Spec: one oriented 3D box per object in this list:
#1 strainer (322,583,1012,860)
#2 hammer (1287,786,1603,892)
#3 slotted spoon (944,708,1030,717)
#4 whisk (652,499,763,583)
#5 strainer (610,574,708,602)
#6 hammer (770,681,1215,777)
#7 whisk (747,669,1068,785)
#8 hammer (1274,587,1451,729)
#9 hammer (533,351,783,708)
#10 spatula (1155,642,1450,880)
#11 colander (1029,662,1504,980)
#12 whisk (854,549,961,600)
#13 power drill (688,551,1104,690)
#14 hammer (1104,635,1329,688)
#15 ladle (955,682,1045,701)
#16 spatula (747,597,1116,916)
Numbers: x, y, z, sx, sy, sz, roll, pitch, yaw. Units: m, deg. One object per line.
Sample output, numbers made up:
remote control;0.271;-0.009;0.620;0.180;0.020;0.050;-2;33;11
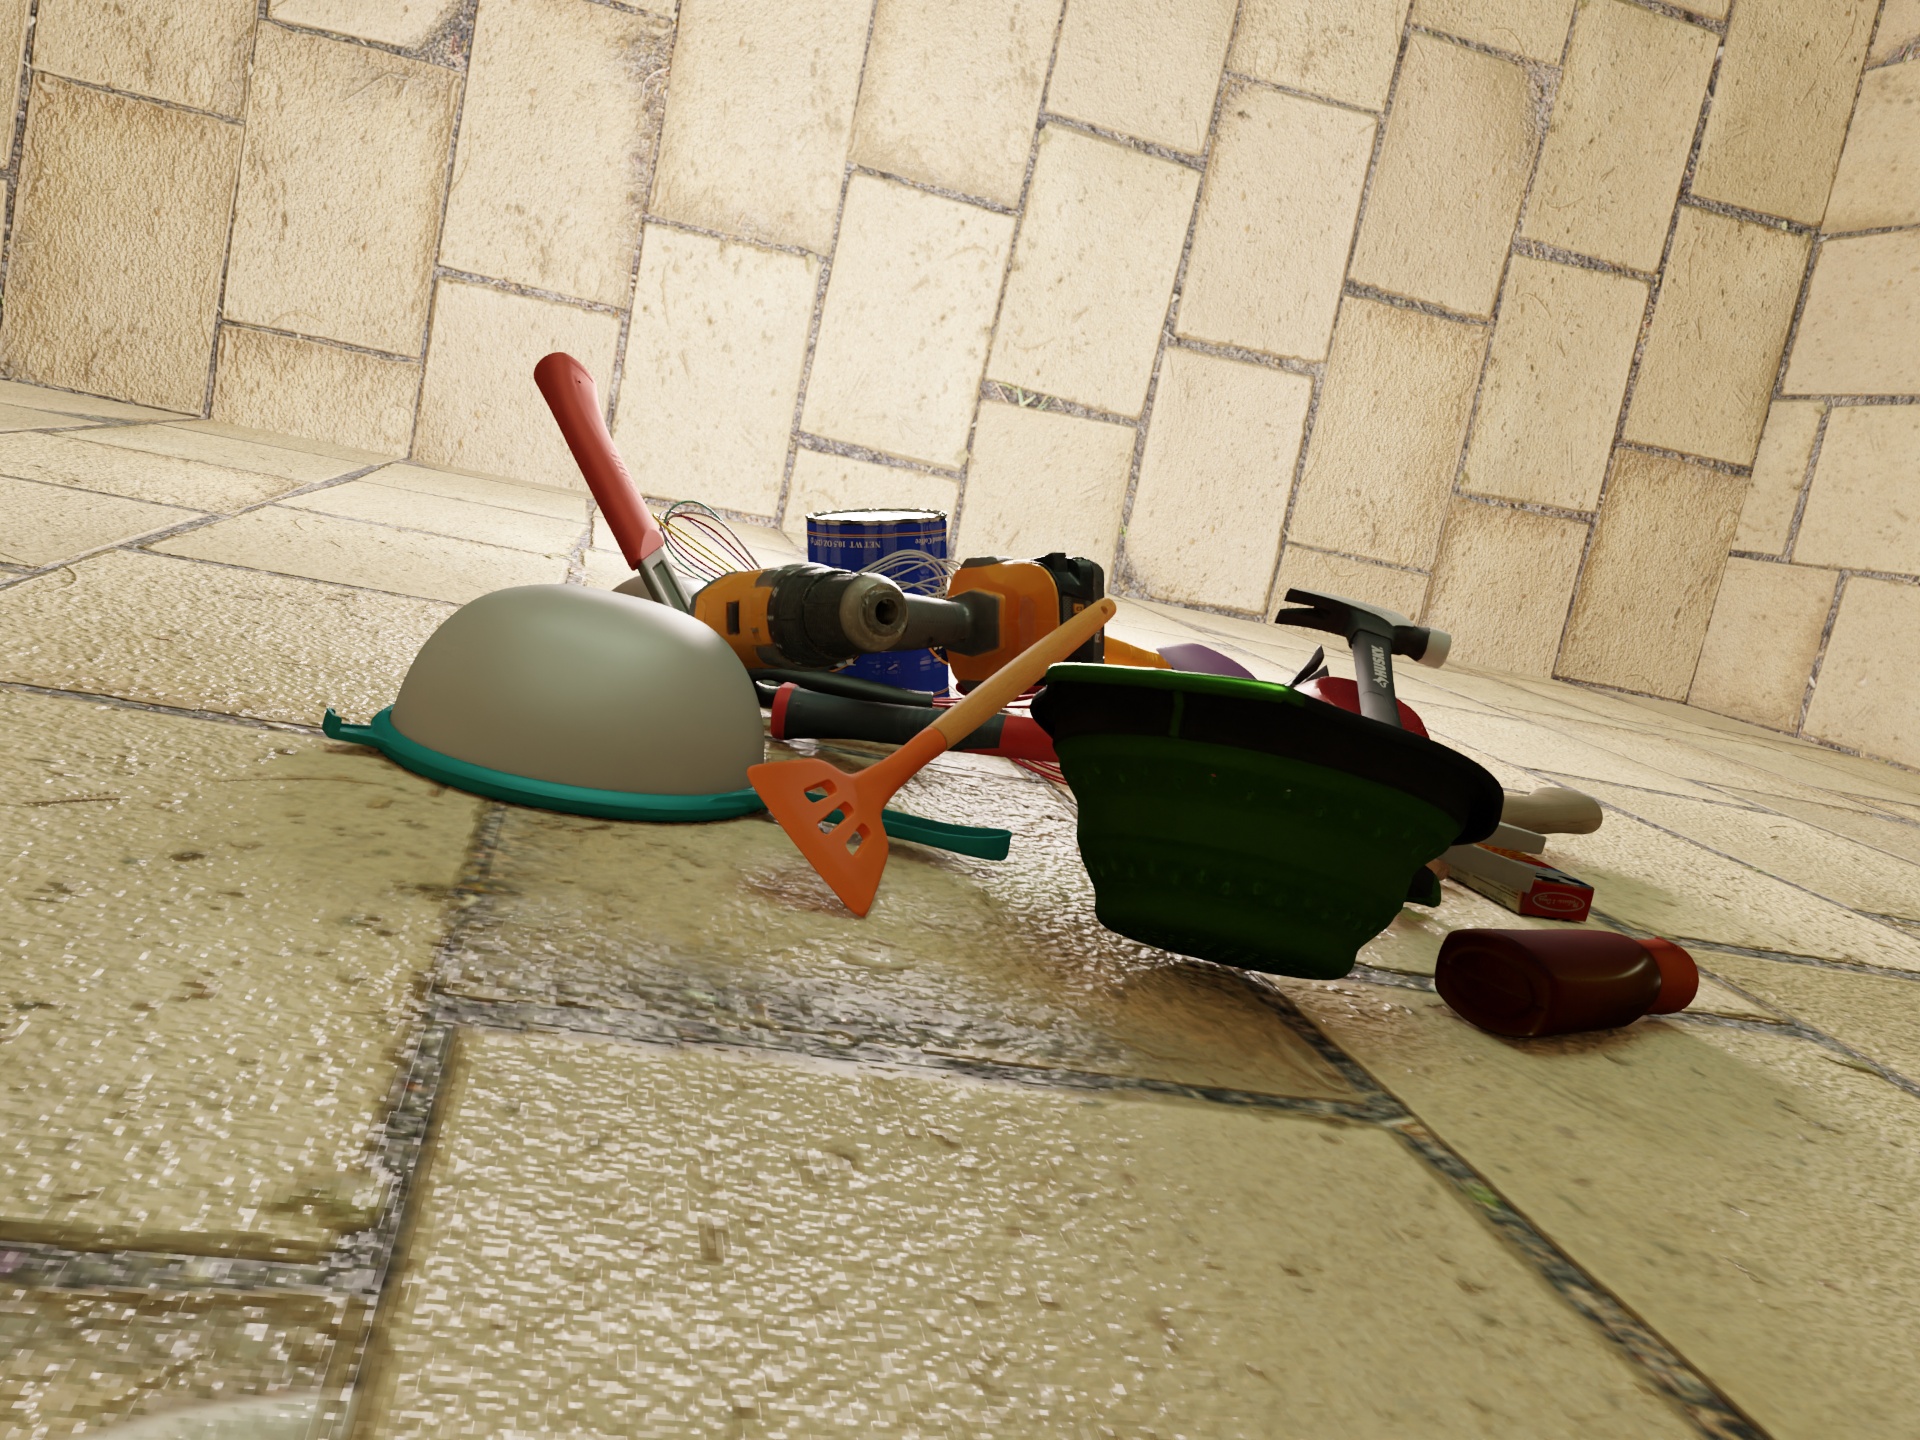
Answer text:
strainer;-0.132;-0.007;0.821;0.340;0.095;0.211;12;9;12
hammer;0.361;0.065;1.038;0.146;0.038;0.410;21;9;35
slotted spoon;0.096;0.017;1.124;0.314;0.070;0.031;9;-15;24
whisk;-0.151;-0.100;1.274;0.047;0.051;0.244;0;-28;48
strainer;-0.237;-0.072;1.161;0.151;0.069;0.256;15;8;16
hammer;0.049;0.015;0.920;0.386;0.038;0.143;6;-15;36
whisk;-0.002;-0.003;1.058;0.295;0.073;0.073;9;9;-7
hammer;0.315;-0.007;1.212;0.146;0.035;0.335;19;31;0
hammer;-0.244;-0.143;1.137;0.149;0.036;0.359;4;44;-44
spatula;0.238;0.018;1.121;0.059;0.018;0.316;-6;32;-26
colander;0.160;0.079;0.750;0.204;0.094;0.396;7;-13;32
whisk;-0.118;-0.053;1.014;0.284;0.070;0.070;-18;22;-24
power drill;-0.021;-0.059;0.922;0.226;0.084;0.185;-1;2;-33
hammer;0.146;-0.052;1.320;0.336;0.034;0.127;13;-35;-28
ladle;0.079;-0.021;1.217;0.069;0.031;0.315;11;0;-24
spatula;0.006;-0.004;0.802;0.081;0.041;0.322;52;42;0
